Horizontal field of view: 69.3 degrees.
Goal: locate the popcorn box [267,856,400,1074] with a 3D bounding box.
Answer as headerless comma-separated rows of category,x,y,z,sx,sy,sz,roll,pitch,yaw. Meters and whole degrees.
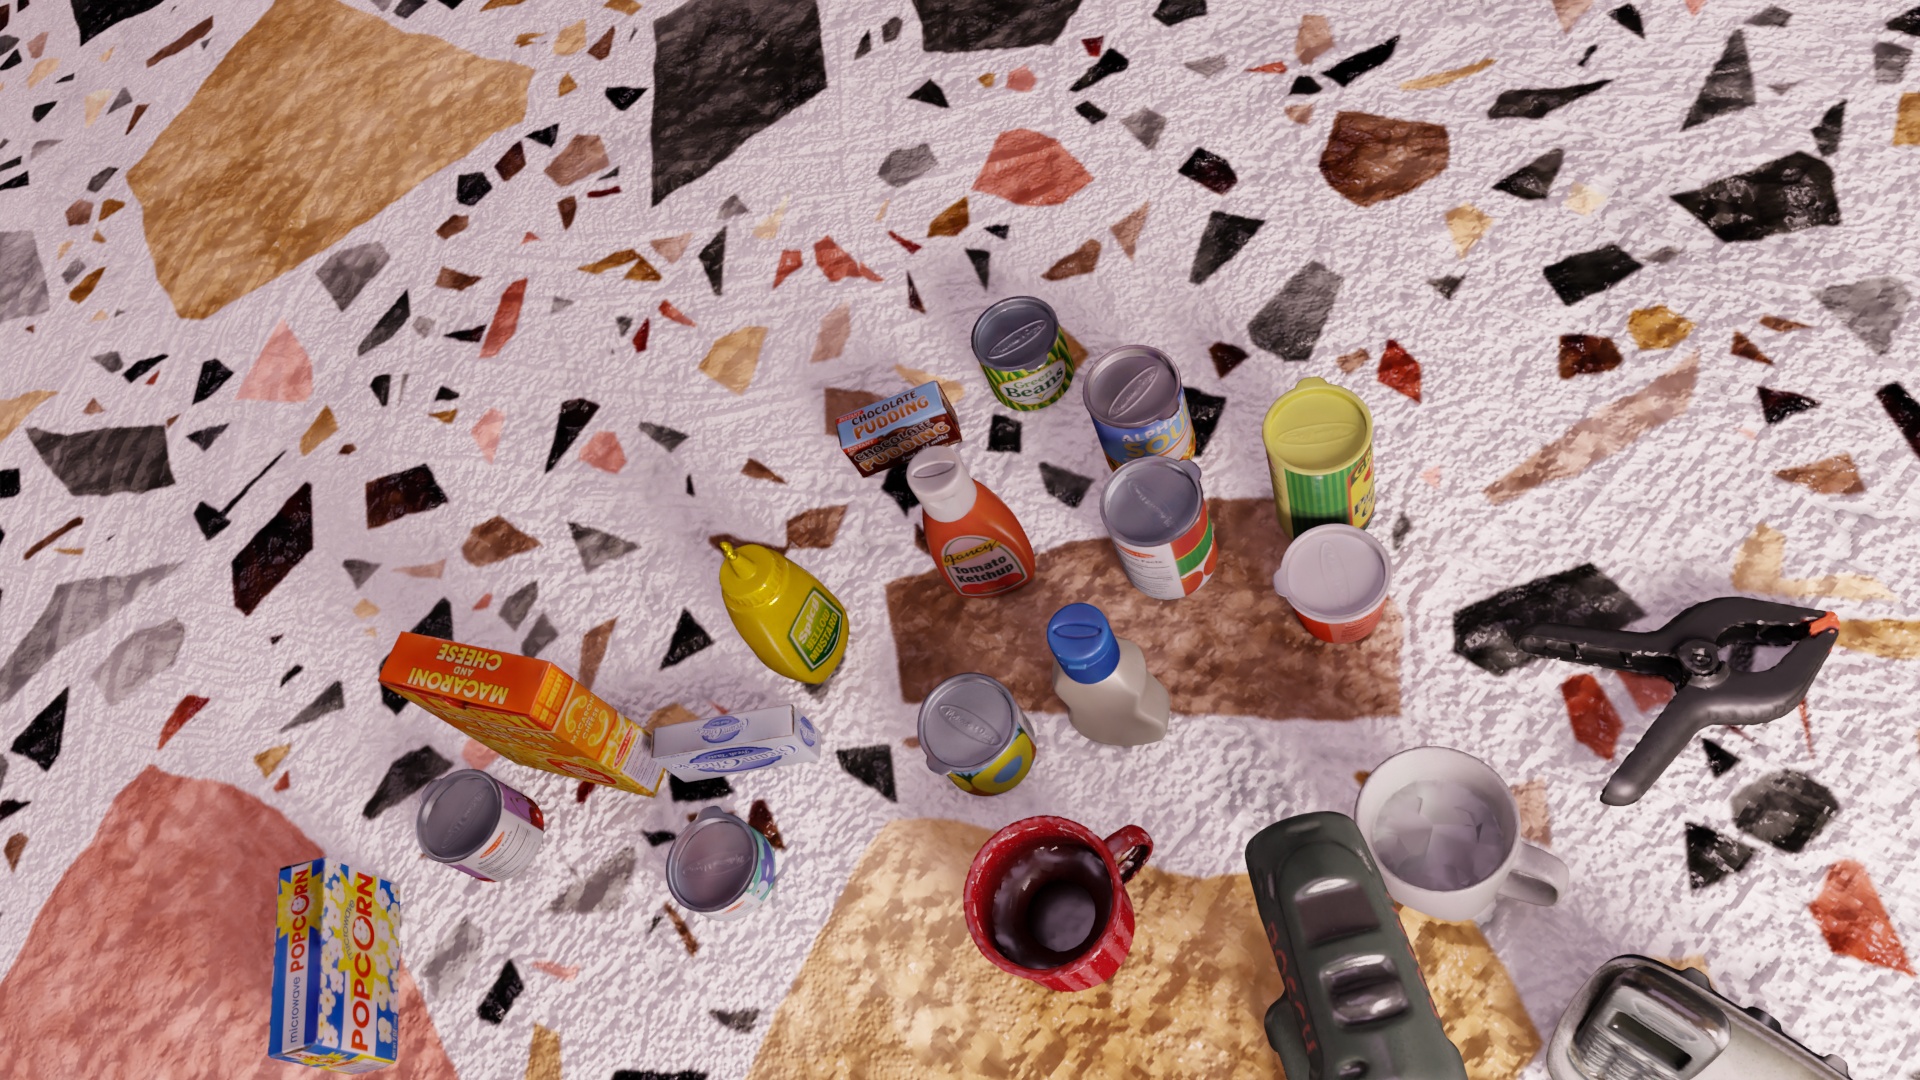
popcorn box,-0.419,0.287,0.934,0.038,0.085,0.127,-18,59,8

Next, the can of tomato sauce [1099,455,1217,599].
can of tomato sauce,0.134,-0.009,0.917,0.071,0.083,0.071,-8,61,14

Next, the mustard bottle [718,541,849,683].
mustard bottle,-0.124,0.043,0.927,0.049,0.159,0.065,16,69,25

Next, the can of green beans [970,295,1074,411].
can of green beans,0.047,-0.138,1.030,0.071,0.057,0.071,-8,61,14

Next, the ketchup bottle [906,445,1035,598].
ketchup bottle,0.003,-0.012,0.922,0.065,0.148,0.044,-14,60,11

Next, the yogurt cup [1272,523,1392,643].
yogurt cup,0.238,0.031,0.879,0.072,0.053,0.073,-8,61,14

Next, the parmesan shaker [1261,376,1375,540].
parmesan shaker,0.233,-0.048,0.895,0.071,0.102,0.071,-8,61,14

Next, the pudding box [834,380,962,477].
pudding box,-0.046,-0.083,1.035,0.084,0.049,0.030,-20,59,7

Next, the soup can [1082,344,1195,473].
soup can,0.127,-0.083,0.959,0.071,0.083,0.071,-8,61,14

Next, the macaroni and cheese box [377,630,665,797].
macaroni and cheese box,-0.288,0.120,0.935,0.124,0.166,0.040,8,66,22

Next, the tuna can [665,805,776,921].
tuna can,-0.158,0.214,0.920,0.071,0.032,0.071,-8,61,14

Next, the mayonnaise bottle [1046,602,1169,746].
mayonnaise bottle,0.087,0.083,0.844,0.065,0.147,0.041,0,63,18

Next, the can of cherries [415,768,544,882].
can of cherries,-0.336,0.198,0.971,0.071,0.058,0.072,-8,61,14

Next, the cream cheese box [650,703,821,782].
cream cheese box,-0.152,0.139,0.947,0.104,0.053,0.024,-11,60,12

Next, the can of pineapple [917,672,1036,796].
can of pineapple,0.010,0.127,0.898,0.071,0.057,0.071,-8,61,14
